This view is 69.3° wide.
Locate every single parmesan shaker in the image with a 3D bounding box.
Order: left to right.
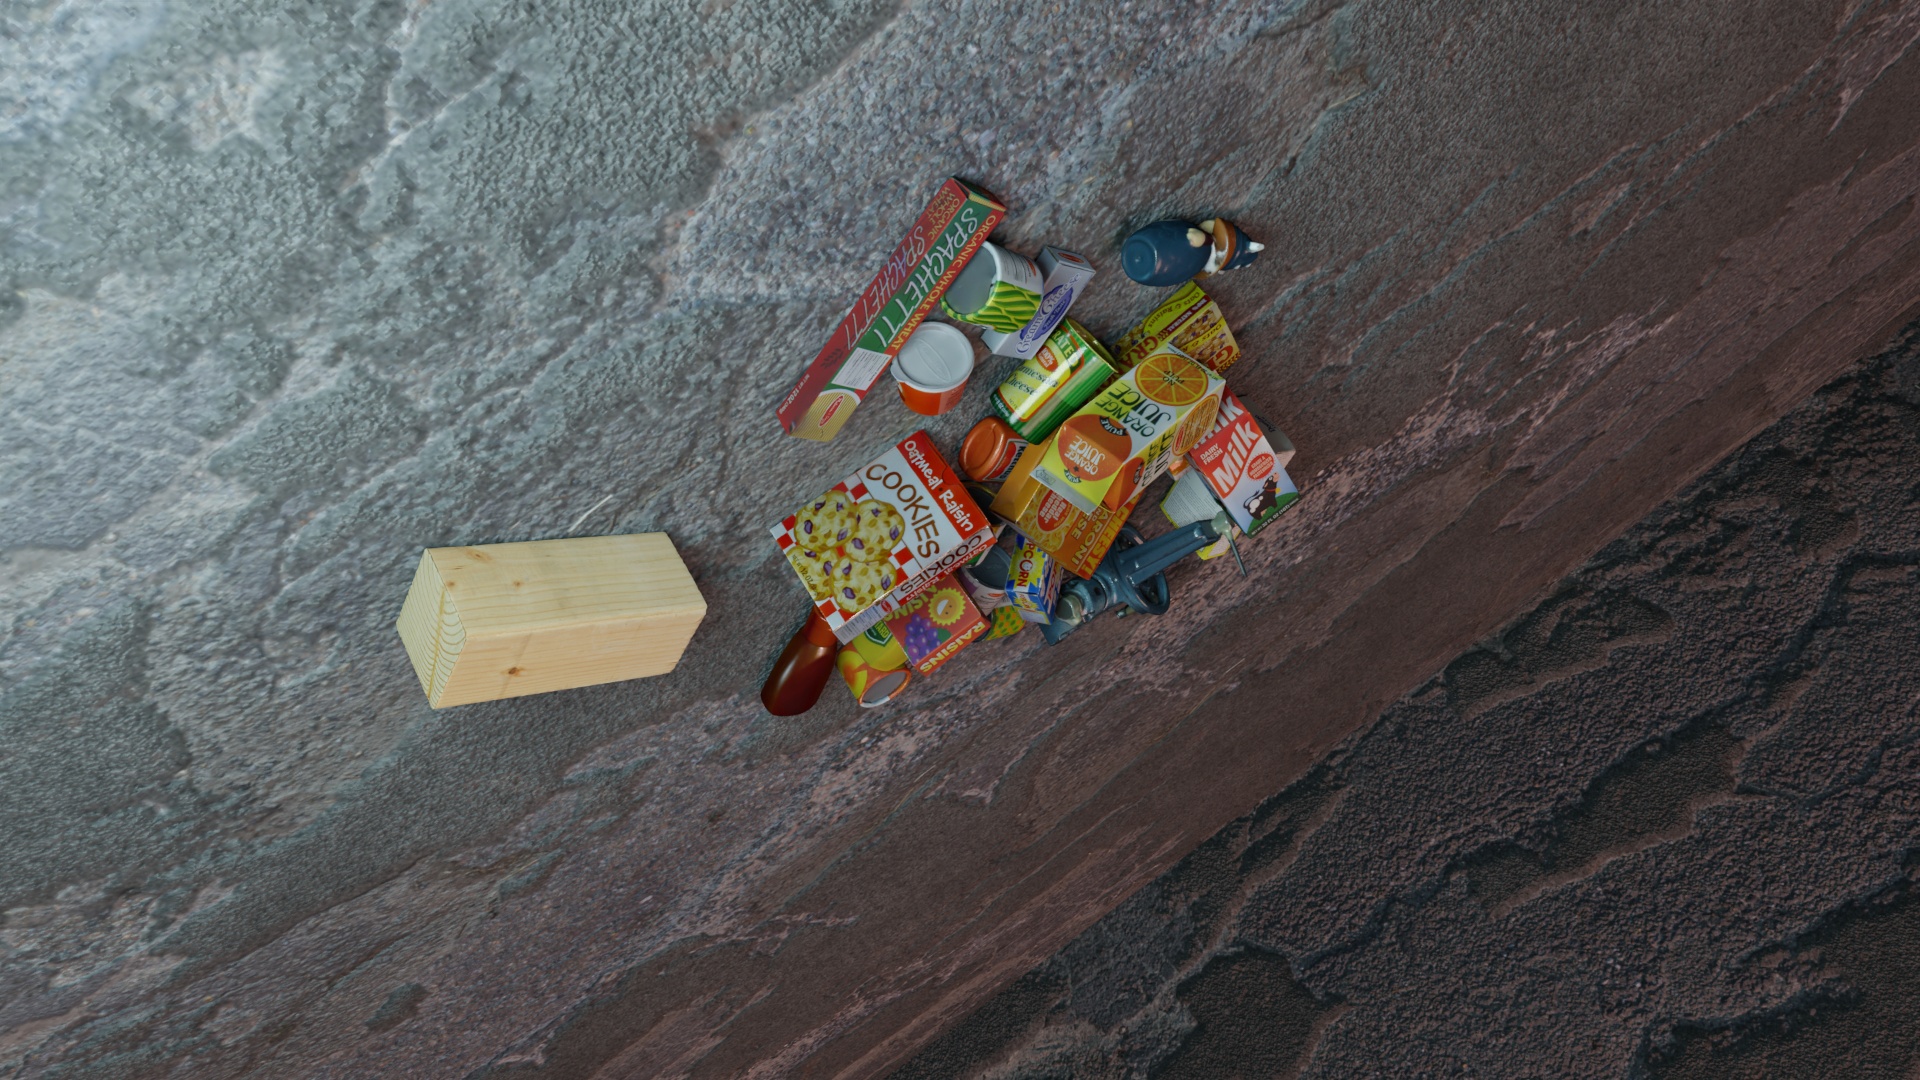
[{"bbox_3d":[0.085,-0.142,1.264,0.103,0.071,0.071,-45,151,16],"label":"parmesan shaker"}]

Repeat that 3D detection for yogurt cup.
[{"bbox_3d":[-0.024,-0.140,1.156,0.072,0.072,0.053,-27,159,-16],"label":"yogurt cup"}]

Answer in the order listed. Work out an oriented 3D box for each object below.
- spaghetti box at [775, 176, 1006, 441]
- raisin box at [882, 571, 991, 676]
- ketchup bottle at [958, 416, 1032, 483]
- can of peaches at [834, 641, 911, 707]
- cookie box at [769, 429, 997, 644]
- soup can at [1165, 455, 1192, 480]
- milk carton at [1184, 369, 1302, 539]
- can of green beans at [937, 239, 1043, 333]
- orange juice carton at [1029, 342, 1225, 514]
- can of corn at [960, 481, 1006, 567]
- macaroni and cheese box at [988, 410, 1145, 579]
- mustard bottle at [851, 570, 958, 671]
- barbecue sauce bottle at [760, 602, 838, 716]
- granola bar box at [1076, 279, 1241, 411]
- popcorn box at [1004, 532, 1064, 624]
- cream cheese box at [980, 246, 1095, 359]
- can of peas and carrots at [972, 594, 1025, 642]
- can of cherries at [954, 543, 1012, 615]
[{"bbox_3d":[-0.057,-0.178,1.096,0.050,0.029,0.249,6,131,-51],"label":"spaghetti box"},{"bbox_3d":[-0.038,0.060,1.383,0.086,0.124,0.040,-37,152,2],"label":"raisin box"},{"bbox_3d":[0.064,-0.084,1.360,0.149,0.043,0.064,3,127,-51],"label":"ketchup bottle"},{"bbox_3d":[-0.094,0.138,1.511,0.071,0.058,0.071,-27,151,-16],"label":"can of peaches"},{"bbox_3d":[-0.069,-0.005,1.248,0.167,0.123,0.040,-34,153,-3],"label":"cookie box"},{"bbox_3d":[0.243,-0.116,1.491,0.084,0.071,0.071,-37,152,3],"label":"soup can"},{"bbox_3d":[0.271,-0.094,1.423,0.072,0.074,0.190,-38,131,4],"label":"milk carton"},{"bbox_3d":[0.023,-0.202,1.108,0.058,0.071,0.071,6,131,-51],"label":"can of green beans"},{"bbox_3d":[0.154,-0.094,1.278,0.193,0.072,0.072,-39,152,-27],"label":"orange juice carton"},{"bbox_3d":[0.005,-0.017,1.376,0.071,0.071,0.058,-7,140,-42],"label":"can of corn"},{"bbox_3d":[0.110,-0.046,1.366,0.124,0.040,0.166,-58,144,-3],"label":"macaroni and cheese box"},{"bbox_3d":[-0.048,0.062,1.445,0.160,0.065,0.049,-51,144,14],"label":"mustard bottle"},{"bbox_3d":[-0.156,0.120,1.430,0.065,0.044,0.147,-11,143,-39],"label":"barbecue sauce bottle"},{"bbox_3d":[0.191,-0.167,1.377,0.165,0.039,0.124,-39,151,6],"label":"granola bar box"},{"bbox_3d":[0.085,0.014,1.462,0.085,0.038,0.127,63,38,-62],"label":"popcorn box"},{"bbox_3d":[0.067,-0.203,1.200,0.053,0.024,0.103,1,135,-48],"label":"cream cheese box"},{"bbox_3d":[0.031,0.079,1.551,0.059,0.071,0.070,-9,142,-42],"label":"can of peas and carrots"},{"bbox_3d":[0.017,0.040,1.475,0.072,0.071,0.058,-9,148,-40],"label":"can of cherries"}]
